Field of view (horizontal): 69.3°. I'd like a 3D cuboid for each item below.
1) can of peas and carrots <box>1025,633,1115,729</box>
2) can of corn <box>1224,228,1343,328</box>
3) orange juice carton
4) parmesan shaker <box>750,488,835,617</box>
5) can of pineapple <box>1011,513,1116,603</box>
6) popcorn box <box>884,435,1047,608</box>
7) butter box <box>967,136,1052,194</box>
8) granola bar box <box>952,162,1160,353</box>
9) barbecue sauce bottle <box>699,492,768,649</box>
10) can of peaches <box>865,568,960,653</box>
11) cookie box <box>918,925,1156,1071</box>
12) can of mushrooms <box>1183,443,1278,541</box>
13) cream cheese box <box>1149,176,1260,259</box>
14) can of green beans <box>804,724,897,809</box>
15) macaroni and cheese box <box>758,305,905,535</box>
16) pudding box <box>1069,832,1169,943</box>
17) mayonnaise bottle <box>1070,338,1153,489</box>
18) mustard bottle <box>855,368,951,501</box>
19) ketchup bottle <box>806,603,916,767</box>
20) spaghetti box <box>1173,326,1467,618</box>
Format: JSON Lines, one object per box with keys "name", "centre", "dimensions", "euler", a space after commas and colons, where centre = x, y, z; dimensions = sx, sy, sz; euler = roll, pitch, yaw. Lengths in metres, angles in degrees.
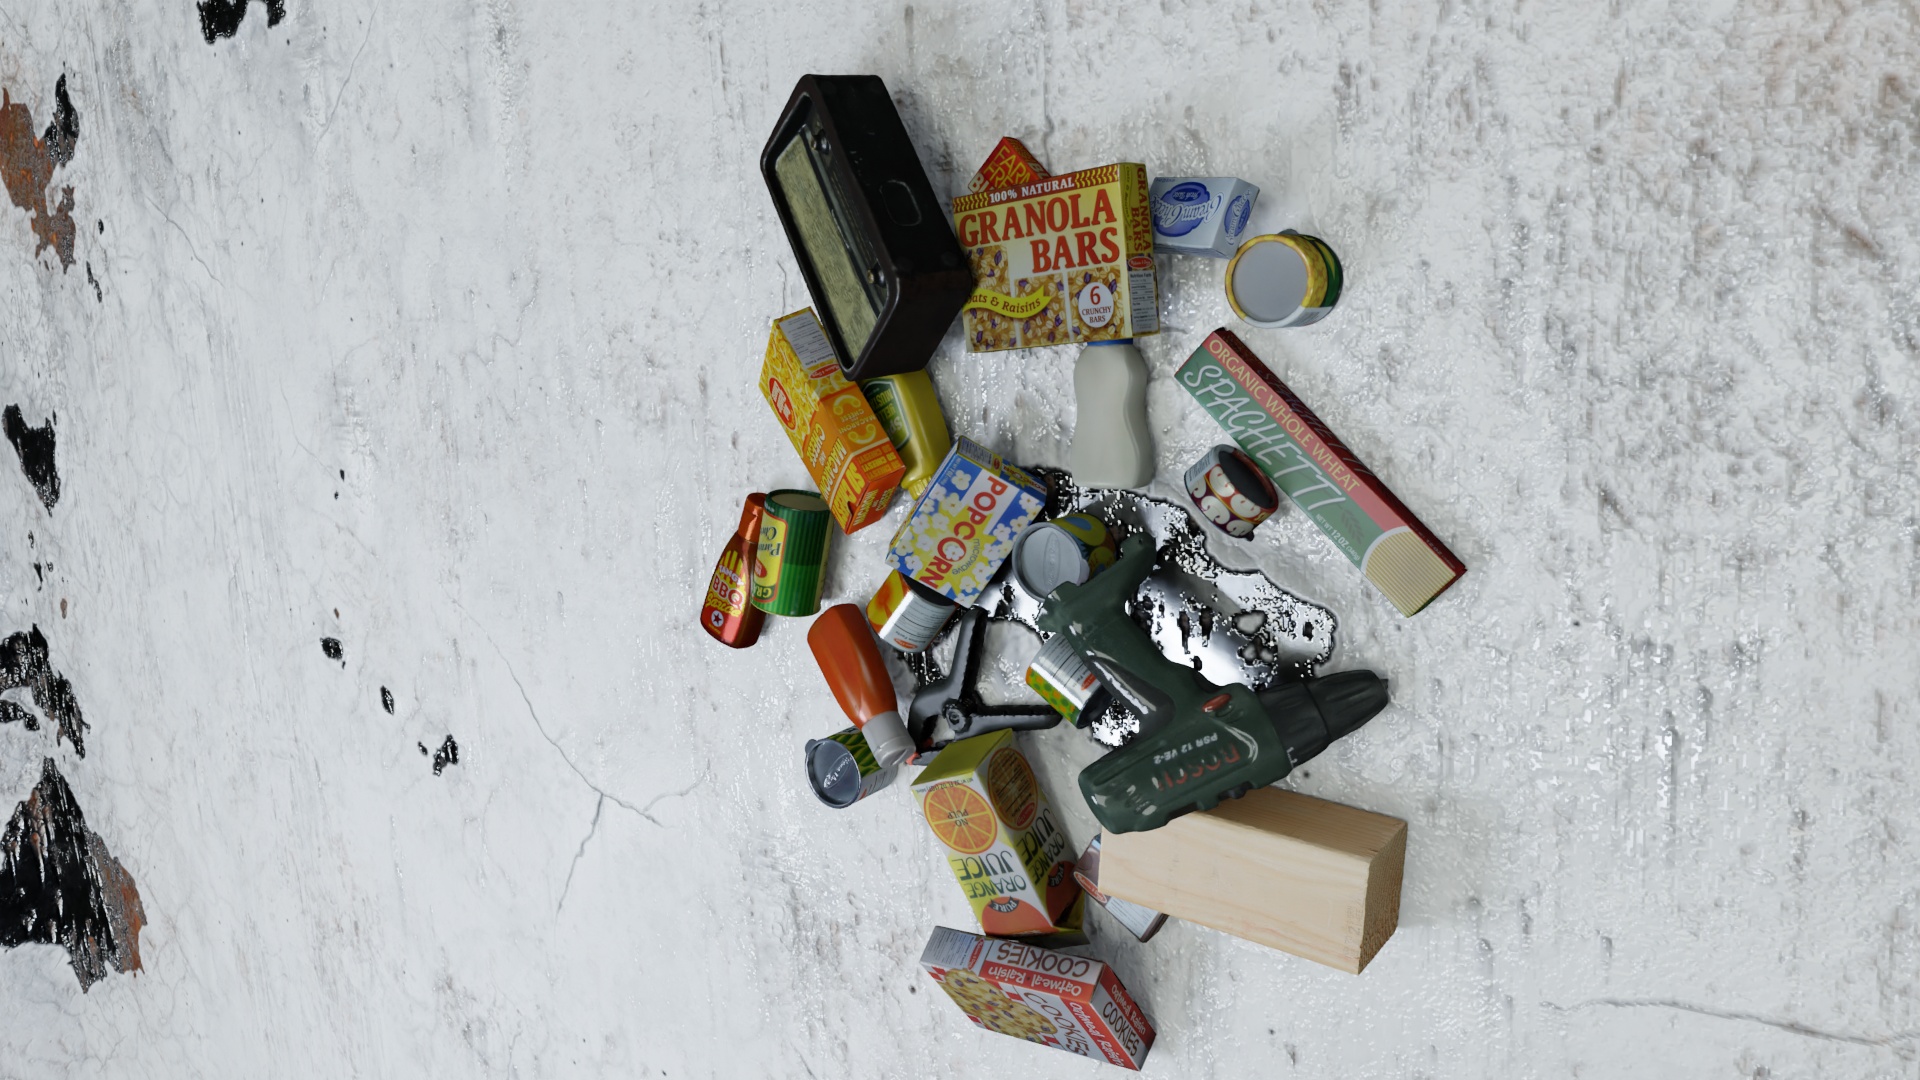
{"name": "can of peas and carrots", "centre": [0.095, 0.110, 1.122], "dimensions": [0.059, 0.071, 0.070], "euler": [40, 119, 23]}
{"name": "can of corn", "centre": [0.226, -0.185, 0.977], "dimensions": [0.071, 0.058, 0.071], "euler": [7, 103, 33]}
{"name": "orange juice carton", "centre": [0.041, 0.263, 1.170], "dimensions": [0.071, 0.073, 0.192], "euler": [-20, 101, 35]}
{"name": "parmesan shaker", "centre": [-0.154, 0.010, 1.277], "dimensions": [0.071, 0.071, 0.102], "euler": [21, 110, 30]}
{"name": "can of pineapple", "centre": [0.085, 0.015, 1.113], "dimensions": [0.071, 0.058, 0.071], "euler": [8, 104, 34]}
{"name": "popcorn box", "centre": [0.004, -0.014, 1.154], "dimensions": [0.085, 0.038, 0.126], "euler": [29, 120, -11]}
{"name": "butter box", "centre": [0.055, -0.266, 1.102], "dimensions": [0.103, 0.024, 0.053], "euler": [52, 124, 16]}
{"name": "granola bar box", "centre": [0.070, -0.209, 1.048], "dimensions": [0.165, 0.039, 0.124], "euler": [2, 100, 44]}
{"name": "barbecue sauce bottle", "centre": [-0.205, 0.027, 1.327], "dimensions": [0.065, 0.044, 0.148], "euler": [33, 115, 29]}
{"name": "can of peaches", "centre": [-0.040, 0.053, 1.205], "dimensions": [0.071, 0.071, 0.057], "euler": [47, 122, 18]}
{"name": "cookie box", "centre": [0.066, 0.384, 1.169], "dimensions": [0.167, 0.040, 0.122], "euler": [2, 139, 35]}
{"name": "can of mushrooms", "centre": [0.201, -0.035, 1.019], "dimensions": [0.033, 0.071, 0.071], "euler": [-45, 73, 31]}
{"name": "cream cheese box", "centre": [0.167, -0.232, 0.995], "dimensions": [0.104, 0.024, 0.053], "euler": [27, 98, 61]}
{"name": "can of green beans", "centre": [-0.100, 0.206, 1.279], "dimensions": [0.071, 0.058, 0.071], "euler": [8, 104, 34]}
{"name": "macaroni and cheese box", "centre": [-0.115, -0.101, 1.207], "dimensions": [0.166, 0.040, 0.123], "euler": [59, 158, 12]}
{"name": "pudding box", "centre": [0.137, 0.283, 1.145], "dimensions": [0.084, 0.030, 0.049], "euler": [38, 119, 23]}
{"name": "mayonnaise bottle", "centre": [0.117, -0.115, 1.078], "dimensions": [0.065, 0.041, 0.147], "euler": [5, 100, 35]}
{"name": "mustard bottle", "centre": [-0.041, -0.086, 1.187], "dimensions": [0.065, 0.049, 0.160], "euler": [-29, 82, 40]}
{"name": "ketchup bottle", "centre": [-0.088, 0.132, 1.245], "dimensions": [0.064, 0.043, 0.149], "euler": [-53, 55, 39]}
{"name": "spaghetti box", "centre": [0.254, -0.052, 1.001], "dimensions": [0.250, 0.029, 0.050], "euler": [49, 121, 17]}
